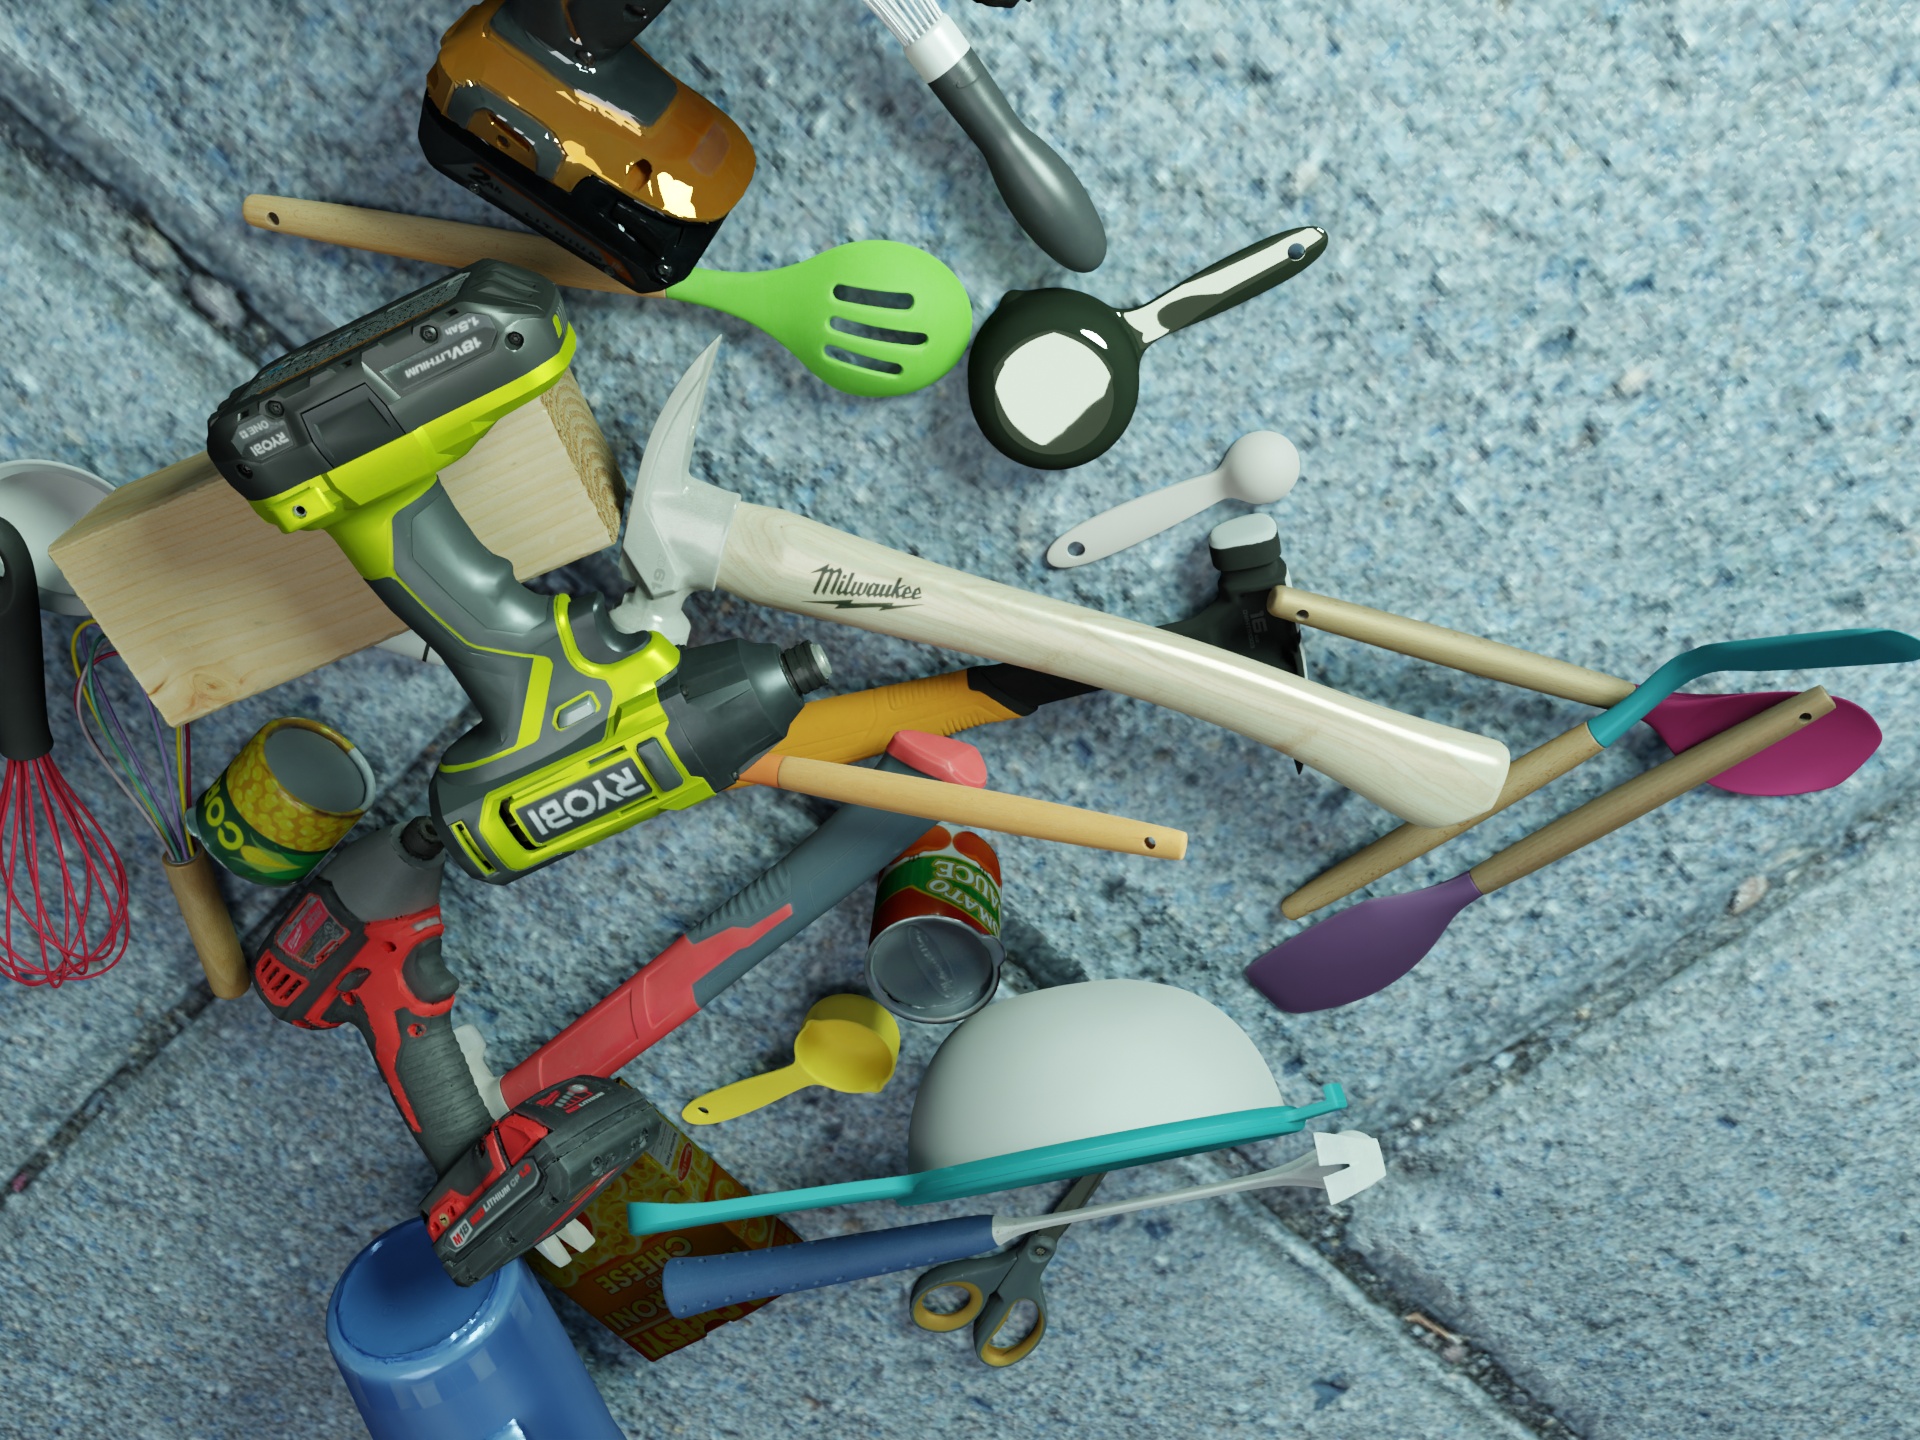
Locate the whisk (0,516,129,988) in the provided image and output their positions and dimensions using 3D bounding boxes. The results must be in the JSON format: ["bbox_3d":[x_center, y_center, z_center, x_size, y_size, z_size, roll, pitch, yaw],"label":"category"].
[{"bbox_3d":[-0.456,0.027,0.780,0.073,0.073,0.295,12,126,-4],"label":"whisk"}]

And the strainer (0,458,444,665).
[{"bbox_3d":[-0.353,-0.068,0.754,0.258,0.050,0.086,18,127,-14],"label":"strainer"}]

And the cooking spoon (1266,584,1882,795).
[{"bbox_3d":[0.290,-0.017,0.745,0.318,0.017,0.068,14,131,-12],"label":"cooking spoon"}]

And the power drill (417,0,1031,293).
[{"bbox_3d":[-0.085,-0.256,0.565,0.185,0.084,0.226,30,141,-13],"label":"power drill"}]

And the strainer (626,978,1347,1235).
[{"bbox_3d":[0.002,0.187,0.795,0.340,0.095,0.211,-3,161,-19],"label":"strainer"}]

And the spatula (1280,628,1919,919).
[{"bbox_3d":[0.280,0.029,0.745,0.082,0.044,0.317,8,144,-47],"label":"spatula"}]

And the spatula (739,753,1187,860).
[{"bbox_3d":[-0.055,0.026,0.727,0.323,0.041,0.081,10,99,17],"label":"spatula"}]

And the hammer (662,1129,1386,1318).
[{"bbox_3d":[0.029,0.277,0.873,0.405,0.144,0.035,-14,73,10],"label":"hammer"}]

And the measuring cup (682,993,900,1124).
[{"bbox_3d":[-0.099,0.196,0.902,0.156,0.029,0.062,-27,115,30],"label":"measuring cup"}]

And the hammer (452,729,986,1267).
[{"bbox_3d":[-0.126,0.139,0.813,0.386,0.038,0.143,-38,84,25],"label":"hammer"}]

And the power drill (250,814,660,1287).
[{"bbox_3d":[-0.262,0.160,0.815,0.143,0.078,0.220,-45,78,23],"label":"power drill"}]

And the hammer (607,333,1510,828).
[{"bbox_3d":[0.054,-0.042,0.712,0.410,0.038,0.146,17,115,-5],"label":"hammer"}]

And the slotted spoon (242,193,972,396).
[{"bbox_3d":[-0.151,-0.191,0.682,0.313,0.031,0.070,10,122,-1],"label":"slotted spoon"}]

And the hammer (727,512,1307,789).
[{"bbox_3d":[-0.001,-0.002,0.775,0.337,0.034,0.127,-12,117,10],"label":"hammer"}]

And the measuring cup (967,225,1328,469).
[{"bbox_3d":[0.079,-0.163,0.677,0.167,0.038,0.083,-24,115,18],"label":"measuring cup"}]

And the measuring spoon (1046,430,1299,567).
[{"bbox_3d":[0.096,-0.095,0.727,0.124,0.018,0.034,-22,116,15],"label":"measuring spoon"}]

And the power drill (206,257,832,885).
[{"bbox_3d":[-0.166,-0.056,0.626,0.171,0.080,0.223,-25,119,4],"label":"power drill"}]

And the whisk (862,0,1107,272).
[{"bbox_3d":[-0.030,-0.284,0.608,0.070,0.070,0.284,-33,117,19],"label":"whisk"}]

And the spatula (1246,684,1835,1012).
[{"bbox_3d":[0.284,0.071,0.799,0.316,0.018,0.059,-36,114,27],"label":"spatula"}]

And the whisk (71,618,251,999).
[{"bbox_3d":[-0.402,0.053,0.816,0.047,0.051,0.244,-10,127,-14],"label":"whisk"}]
